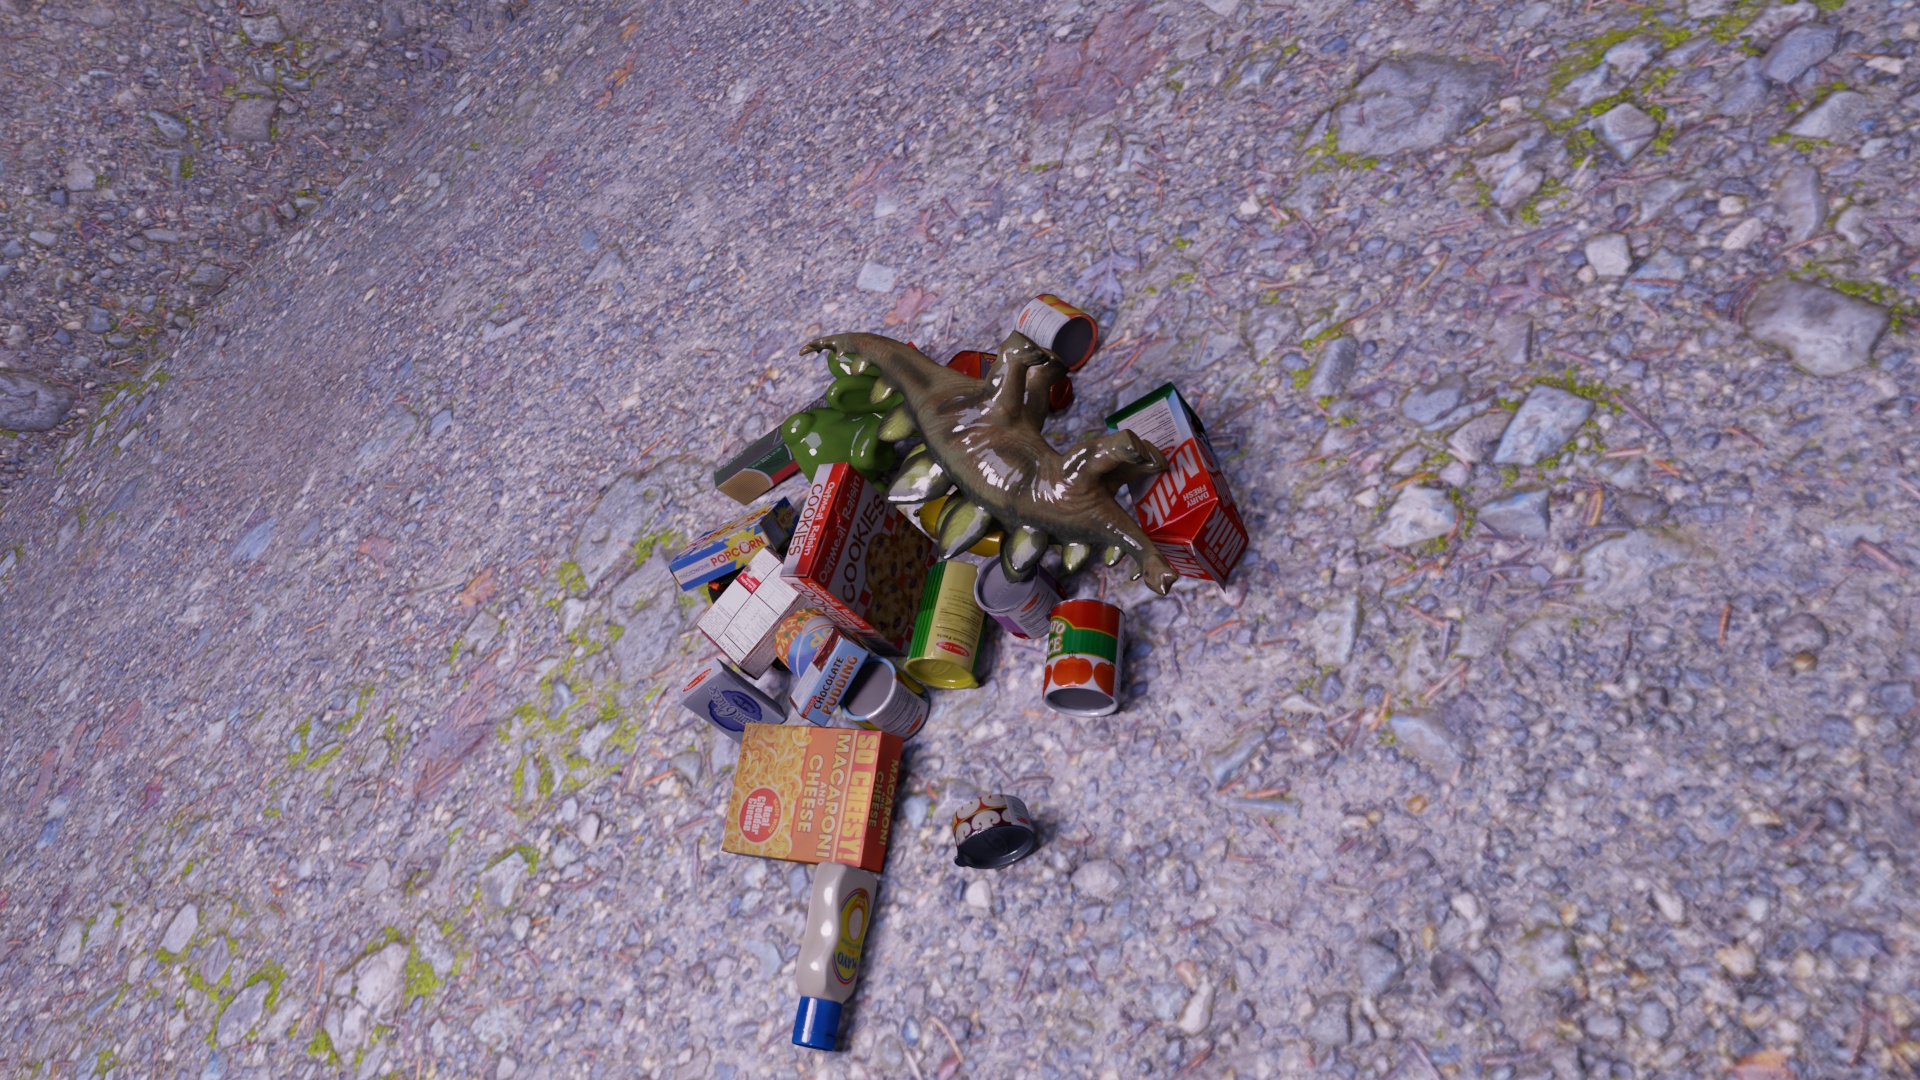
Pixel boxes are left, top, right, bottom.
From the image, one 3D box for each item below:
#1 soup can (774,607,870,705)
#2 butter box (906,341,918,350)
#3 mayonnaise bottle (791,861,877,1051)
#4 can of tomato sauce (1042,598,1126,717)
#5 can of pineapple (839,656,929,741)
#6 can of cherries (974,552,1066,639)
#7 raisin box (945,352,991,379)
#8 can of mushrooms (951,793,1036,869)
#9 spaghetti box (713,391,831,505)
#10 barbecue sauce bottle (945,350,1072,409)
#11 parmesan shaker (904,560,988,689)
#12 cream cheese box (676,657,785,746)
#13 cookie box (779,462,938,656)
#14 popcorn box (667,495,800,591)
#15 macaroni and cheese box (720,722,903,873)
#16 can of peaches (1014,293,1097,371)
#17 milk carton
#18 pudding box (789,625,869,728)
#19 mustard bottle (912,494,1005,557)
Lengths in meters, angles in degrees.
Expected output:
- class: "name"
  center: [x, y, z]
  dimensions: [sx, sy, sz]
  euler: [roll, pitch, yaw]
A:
- class: "soup can"
  center: [-0.134, 0.110, 1.361]
  dimensions: [0.071, 0.071, 0.084]
  euler: [-49, 44, -3]
- class: "butter box"
  center: [-0.049, -0.174, 1.533]
  dimensions: [0.053, 0.024, 0.104]
  euler: [-41, 45, 6]
- class: "mayonnaise bottle"
  center: [-0.110, 0.353, 1.178]
  dimensions: [0.041, 0.064, 0.148]
  euler: [-5, 61, 29]
- class: "can of tomato sauce"
  center: [0.105, 0.101, 1.194]
  dimensions: [0.071, 0.071, 0.083]
  euler: [-11, 55, 30]
- class: "can of pineapple"
  center: [-0.073, 0.148, 1.297]
  dimensions: [0.071, 0.057, 0.071]
  euler: [-19, 50, 25]
- class: "can of cherries"
  center: [0.054, 0.048, 1.276]
  dimensions: [0.071, 0.058, 0.072]
  euler: [-19, 51, 26]
- class: "raisin box"
  center: [0.013, -0.125, 1.383]
  dimensions: [0.086, 0.123, 0.040]
  euler: [-21, 50, 23]
- class: "can of mushrooms"
  center: [0.025, 0.242, 1.153]
  dimensions: [0.071, 0.071, 0.033]
  euler: [-30, 46, 16]
- class: "spaghetti box"
  center: [-0.169, -0.119, 1.544]
  dimensions: [0.249, 0.050, 0.029]
  euler: [-32, 50, 22]
- class: "barbecue sauce bottle"
  center: [0.048, -0.161, 1.440]
  dimensions: [0.148, 0.043, 0.065]
  euler: [13, 65, 41]
- class: "parmesan shaker"
  center: [-0.007, 0.080, 1.295]
  dimensions: [0.071, 0.071, 0.103]
  euler: [-7, 55, 33]
- class: "cream cheese box"
  center: [-0.224, 0.161, 1.365]
  dimensions: [0.053, 0.103, 0.024]
  euler: [-39, 41, 6]
- class: "cookie box"
  center: [-0.092, 0.020, 1.324]
  dimensions: [0.040, 0.167, 0.123]
  euler: [-3, 59, 34]
- class: "popcorn box"
  center: [-0.246, 0.003, 1.513]
  dimensions: [0.126, 0.038, 0.085]
  euler: [-23, 15, 22]
- class: "macaroni and cheese box"
  center: [-0.136, 0.235, 1.281]
  dimensions: [0.166, 0.040, 0.124]
  euler: [-2, 70, 34]
- class: "can of peaches"
  center: [0.100, -0.212, 1.423]
  dimensions: [0.071, 0.071, 0.058]
  euler: [-49, 48, -3]
- class: "milk carton"
  center: [0.195, -0.042, 1.229]
  dimensions: [0.073, 0.072, 0.191]
  euler: [-29, 46, 18]
- class: "pudding box"
  center: [-0.122, 0.125, 1.285]
  dimensions: [0.083, 0.030, 0.050]
  euler: [-59, 21, -1]
- class: "mustard bottle"
  center: [0.005, -0.017, 1.356]
  dimensions: [0.160, 0.065, 0.049]
  euler: [17, 75, 46]
